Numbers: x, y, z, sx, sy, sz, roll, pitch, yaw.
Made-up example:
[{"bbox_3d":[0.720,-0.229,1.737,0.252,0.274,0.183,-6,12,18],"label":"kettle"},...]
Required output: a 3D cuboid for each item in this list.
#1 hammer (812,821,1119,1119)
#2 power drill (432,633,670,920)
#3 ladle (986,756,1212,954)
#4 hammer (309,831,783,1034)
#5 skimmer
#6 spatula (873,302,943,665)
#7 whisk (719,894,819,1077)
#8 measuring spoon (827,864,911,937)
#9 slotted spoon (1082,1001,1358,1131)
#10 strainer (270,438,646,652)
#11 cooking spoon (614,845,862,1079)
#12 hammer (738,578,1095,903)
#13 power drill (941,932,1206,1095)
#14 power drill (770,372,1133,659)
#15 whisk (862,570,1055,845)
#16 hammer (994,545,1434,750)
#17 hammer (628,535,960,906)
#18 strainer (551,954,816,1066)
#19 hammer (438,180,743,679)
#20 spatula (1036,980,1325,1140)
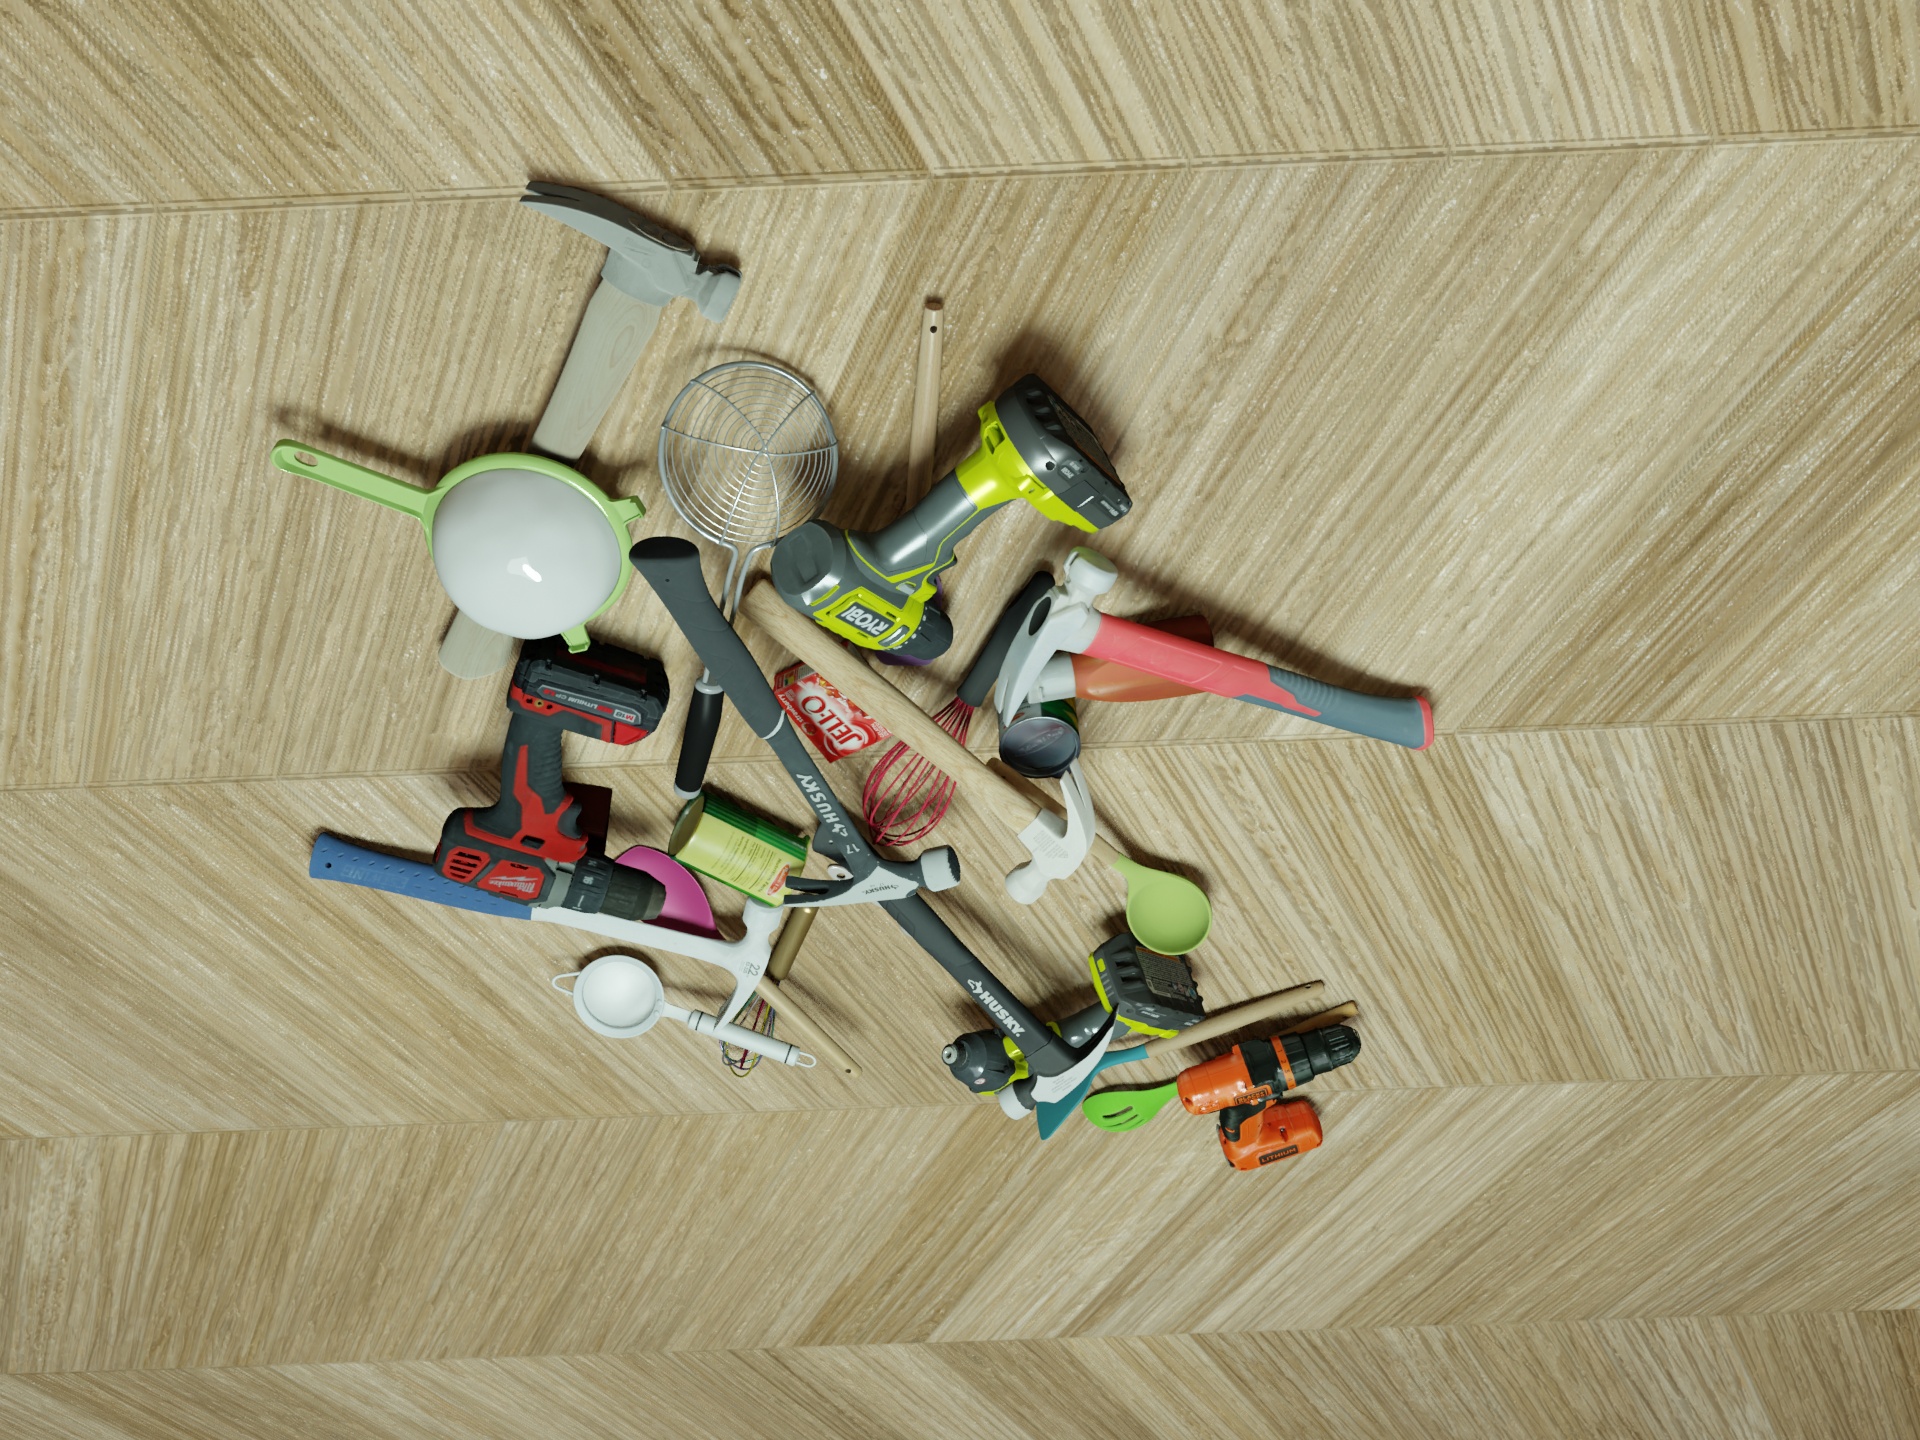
[{"bbox_3d":[-0.005,0.201,1.400,0.146,0.035,0.334,-39,99,25],"label":"hammer"},{"bbox_3d":[-0.302,0.056,1.274,0.187,0.080,0.226,19,111,-17],"label":"power drill"},{"bbox_3d":[0.118,0.116,1.352,0.078,0.062,0.319,-28,138,24],"label":"ladle"},{"bbox_3d":[-0.370,0.174,1.415,0.405,0.035,0.144,15,113,-7],"label":"hammer"},{"bbox_3d":[-0.180,-0.091,1.184,0.127,0.090,0.363,0,136,-22],"label":"skimmer"},{"bbox_3d":[-0.034,-0.161,1.172,0.059,0.018,0.315,1,132,-8],"label":"spatula"},{"bbox_3d":[-0.180,0.257,1.517,0.051,0.047,0.244,17,125,-14],"label":"whisk"},{"bbox_3d":[-0.074,0.168,1.456,0.124,0.018,0.034,35,122,-27],"label":"measuring spoon"},{"bbox_3d":[0.262,0.355,1.621,0.314,0.031,0.070,-30,127,21],"label":"slotted spoon"},{"bbox_3d":[-0.360,-0.128,1.116,0.256,0.069,0.151,21,128,-17],"label":"strainer"},{"bbox_3d":[-0.200,0.230,1.471,0.068,0.017,0.318,-37,110,15],"label":"cooking spoon"},{"bbox_3d":[-0.033,0.005,1.228,0.331,0.031,0.130,39,130,-4],"label":"hammer"},{"bbox_3d":[0.103,0.289,1.502,0.223,0.080,0.171,-35,146,26],"label":"power drill"},{"bbox_3d":[0.002,-0.128,1.132,0.228,0.080,0.190,-34,152,18],"label":"power drill"},{"bbox_3d":[-0.002,-0.004,1.285,0.073,0.073,0.295,22,122,-19],"label":"whisk"},{"bbox_3d":[0.212,-0.020,1.231,0.386,0.038,0.143,15,120,-29],"label":"hammer"},{"bbox_3d":[-0.139,0.015,1.204,0.149,0.036,0.408,-14,134,15],"label":"hammer"},{"bbox_3d":[-0.258,0.281,1.507,0.258,0.050,0.087,20,106,0],"label":"strainer"},{"bbox_3d":[-0.305,-0.184,1.136,0.146,0.038,0.410,24,127,-18],"label":"hammer"},{"bbox_3d":[0.213,0.325,1.580,0.317,0.082,0.044,-22,117,10],"label":"spatula"}]
